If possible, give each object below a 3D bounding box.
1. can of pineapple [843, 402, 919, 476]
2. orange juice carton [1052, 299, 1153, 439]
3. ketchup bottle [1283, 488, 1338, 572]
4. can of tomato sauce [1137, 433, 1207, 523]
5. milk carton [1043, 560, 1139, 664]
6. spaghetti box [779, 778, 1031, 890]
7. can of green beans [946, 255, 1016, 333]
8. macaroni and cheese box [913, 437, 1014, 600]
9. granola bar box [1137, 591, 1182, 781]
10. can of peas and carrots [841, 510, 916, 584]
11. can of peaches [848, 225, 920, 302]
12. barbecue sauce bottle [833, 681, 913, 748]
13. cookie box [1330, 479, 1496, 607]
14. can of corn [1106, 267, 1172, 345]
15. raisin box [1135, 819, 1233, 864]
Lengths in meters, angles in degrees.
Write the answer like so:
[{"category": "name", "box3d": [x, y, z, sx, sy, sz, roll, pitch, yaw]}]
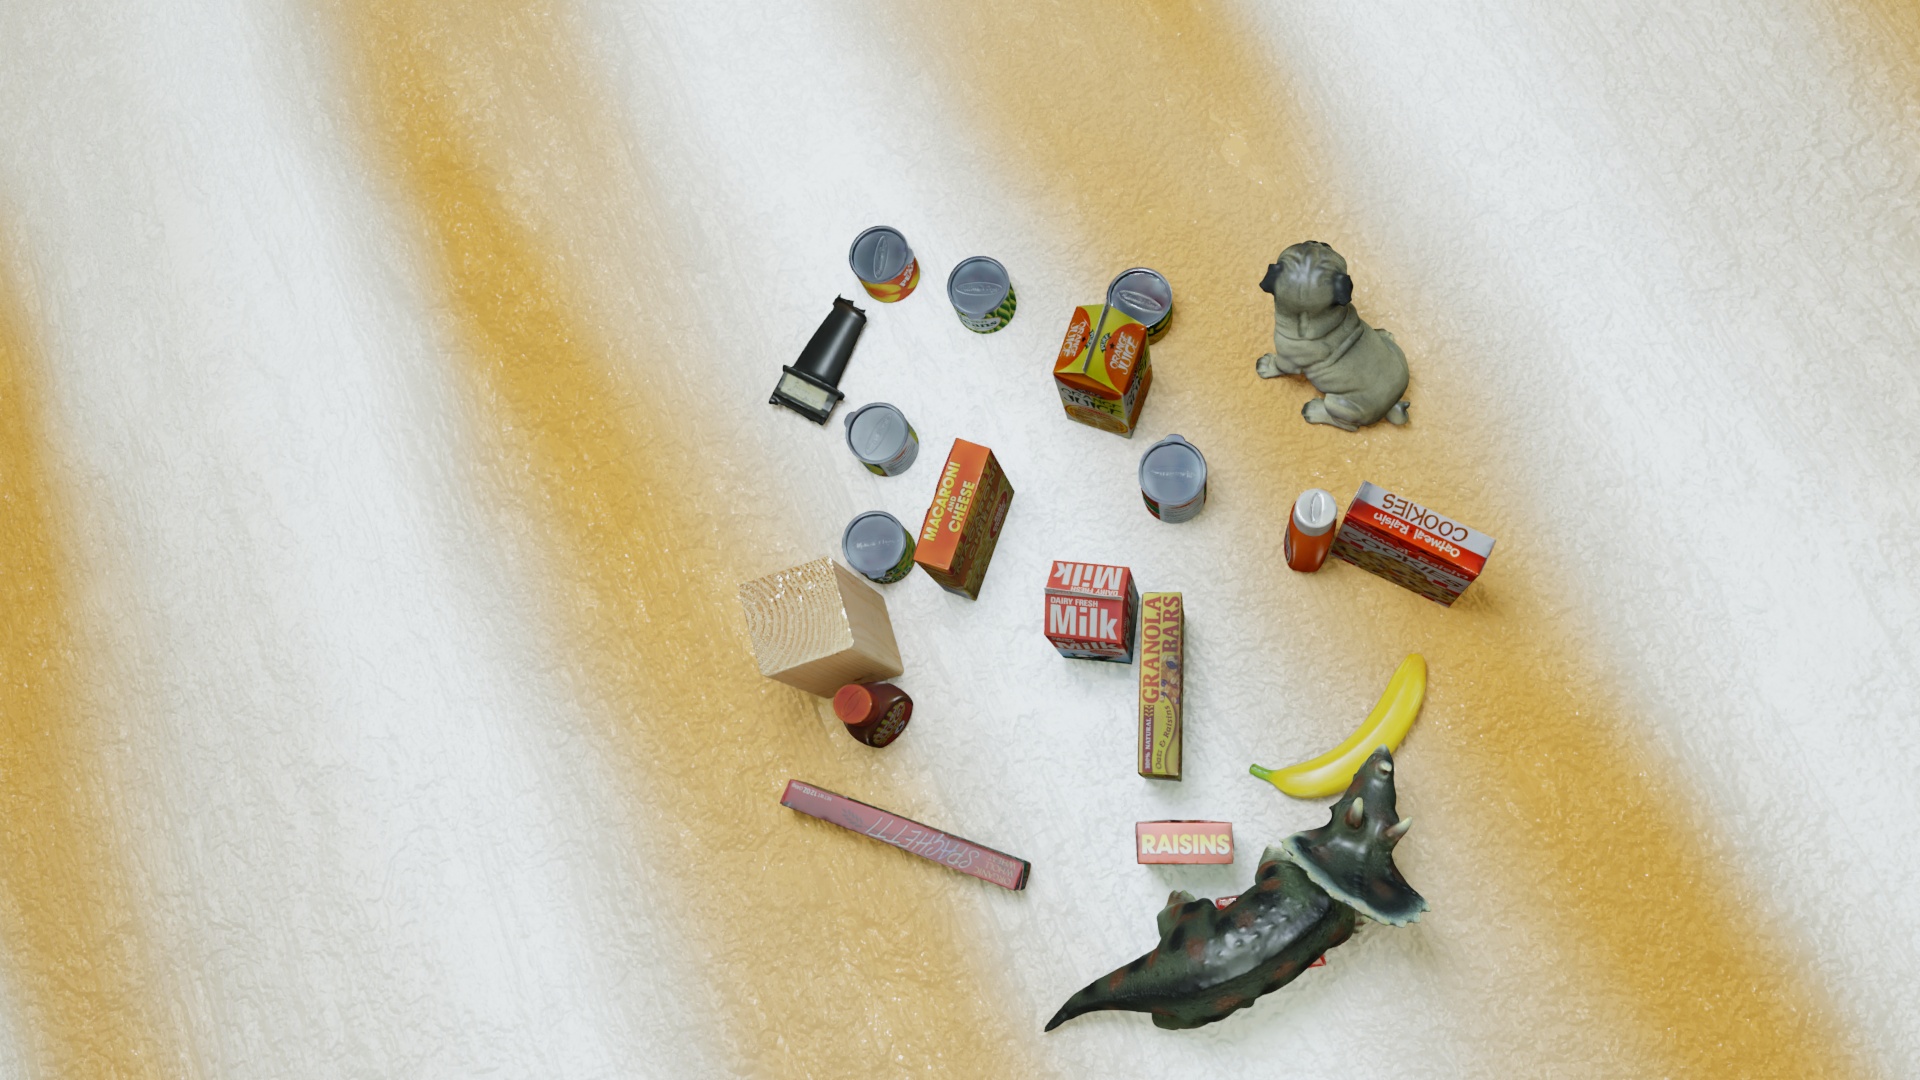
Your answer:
[{"category": "can of pineapple", "box3d": [-0.082, -0.105, 1.442, 0.071, 0.058, 0.071, -2, 77, 10]}, {"category": "orange juice carton", "box3d": [0.138, -0.167, 1.348, 0.073, 0.192, 0.072, 19, 82, 14]}, {"category": "ketchup bottle", "box3d": [0.329, -0.013, 1.301, 0.043, 0.148, 0.065, 6, 79, 11]}, {"category": "can of tomato sauce", "box3d": [0.209, -0.059, 1.367, 0.071, 0.083, 0.071, -2, 77, 10]}, {"category": "milk carton", "box3d": [0.123, 0.066, 1.297, 0.072, 0.190, 0.073, 5, 79, 11]}, {"category": "spaghetti box", "box3d": [-0.053, 0.286, 1.350, 0.250, 0.050, 0.029, 17, 81, 13]}, {"category": "can of green beans", "box3d": [0.023, -0.257, 1.459, 0.071, 0.057, 0.071, -2, 77, 10]}, {"category": "macaroni and cheese box", "box3d": [0.005, -0.017, 1.350, 0.040, 0.166, 0.124, 17, 81, 13]}, {"category": "granola bar box", "box3d": [0.189, 0.139, 1.303, 0.039, 0.124, 0.166, 1, 77, 10]}, {"category": "can of peas and carrots", "box3d": [-0.081, 0.010, 1.415, 0.071, 0.058, 0.071, -2, 77, 10]}, {"category": "can of peaches", "box3d": [-0.078, -0.294, 1.486, 0.071, 0.058, 0.071, -2, 77, 10]}, {"category": "barbecue sauce bottle", "box3d": [-0.087, 0.164, 1.333, 0.044, 0.148, 0.065, 33, 85, 15]}, {"category": "cookie box", "box3d": [0.409, 0.007, 1.272, 0.123, 0.167, 0.040, 26, 83, 15]}, {"category": "can of corn", "box3d": [0.184, -0.236, 1.426, 0.071, 0.058, 0.071, -2, 77, 10]}, {"category": "raisin box", "box3d": [0.206, 0.276, 1.268, 0.086, 0.123, 0.040, -2, 77, 10]}]
